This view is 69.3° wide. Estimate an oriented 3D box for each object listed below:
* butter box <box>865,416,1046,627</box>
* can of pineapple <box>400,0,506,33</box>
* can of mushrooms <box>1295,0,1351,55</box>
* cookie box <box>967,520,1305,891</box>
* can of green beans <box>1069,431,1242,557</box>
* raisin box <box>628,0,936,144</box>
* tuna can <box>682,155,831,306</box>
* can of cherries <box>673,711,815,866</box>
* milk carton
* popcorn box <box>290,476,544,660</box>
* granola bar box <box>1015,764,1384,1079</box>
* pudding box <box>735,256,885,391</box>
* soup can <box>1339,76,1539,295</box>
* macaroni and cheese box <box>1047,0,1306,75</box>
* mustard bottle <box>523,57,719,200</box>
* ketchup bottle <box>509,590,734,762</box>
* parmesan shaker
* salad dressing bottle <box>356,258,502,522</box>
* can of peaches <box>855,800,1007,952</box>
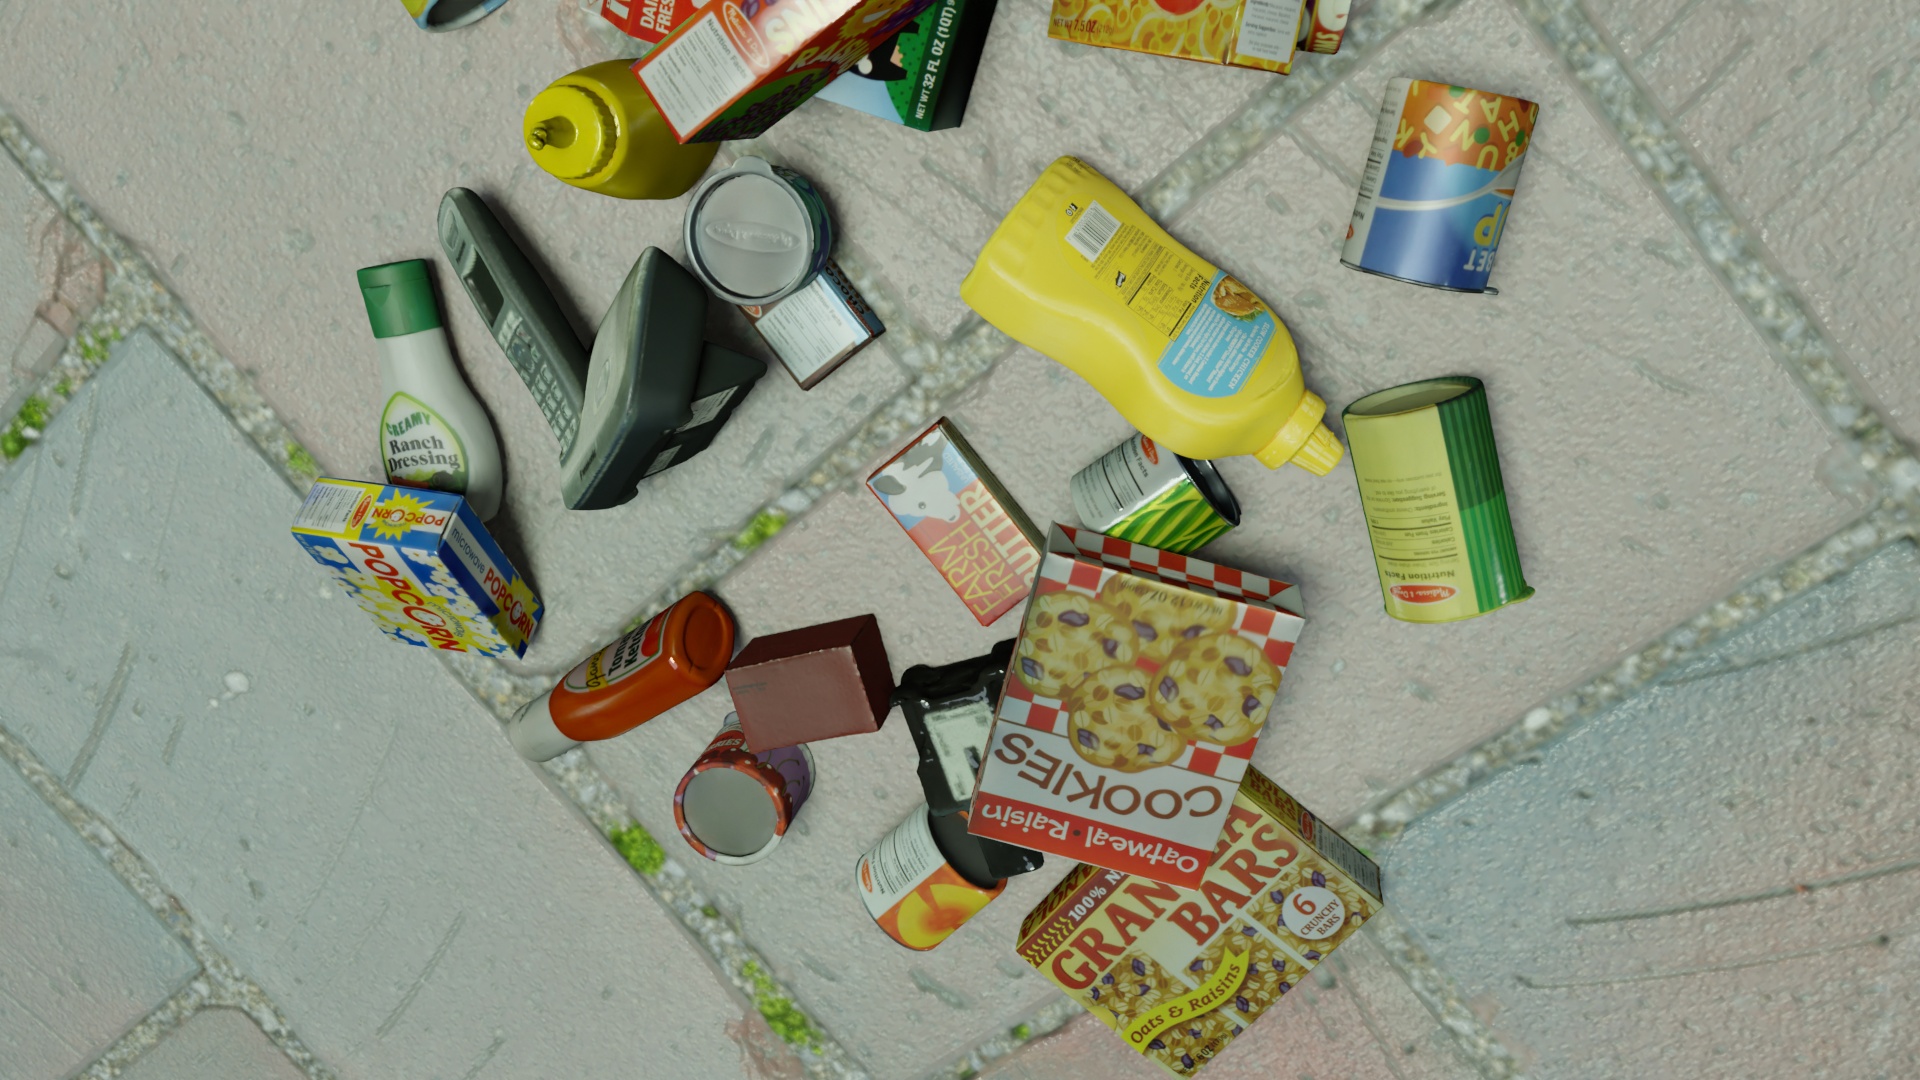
[{"bbox_3d":[0.003,-0.009,0.735,0.053,0.024,0.103,-37,97,19],"label":"butter box"},{"bbox_3d":[-0.252,-0.292,0.678,0.071,0.071,0.058,-31,100,19],"label":"can of pineapple"},{"bbox_3d":[0.154,-0.245,0.606,0.033,0.071,0.070,10,109,8],"label":"can of mushrooms"},{"bbox_3d":[0.082,0.084,0.683,0.123,0.040,0.166,15,116,1],"label":"cookie box"},{"bbox_3d":[0.096,-0.020,0.690,0.057,0.071,0.071,-35,98,21],"label":"can of green beans"},{"bbox_3d":[-0.064,-0.214,0.571,0.123,0.086,0.040,-31,97,20],"label":"raisin box"},{"bbox_3d":[-0.098,-0.151,0.674,0.071,0.033,0.070,4,108,11],"label":"tuna can"},{"bbox_3d":[-0.124,0.140,0.791,0.071,0.058,0.071,4,108,11],"label":"can of cherries"},{"bbox_3d":[-0.086,-0.255,0.651,0.191,0.074,0.072,21,111,6],"label":"milk carton"},{"bbox_3d":[-0.294,0.018,0.762,0.085,0.038,0.126,7,150,10],"label":"popcorn box"},{"bbox_3d":[0.129,0.206,0.768,0.124,0.039,0.165,39,111,-1],"label":"granola bar box"},{"bbox_3d":[-0.084,-0.125,0.714,0.049,0.030,0.083,-36,97,21],"label":"pudding box"},{"bbox_3d":[0.216,-0.158,0.620,0.071,0.071,0.083,14,109,8],"label":"soup can"},{"bbox_3d":[0.101,-0.289,0.581,0.124,0.040,0.165,33,119,49],"label":"macaroni and cheese box"},{"bbox_3d":[-0.160,-0.190,0.641,0.049,0.161,0.065,27,110,4],"label":"mustard bottle"},{"bbox_3d":[-0.195,0.084,0.790,0.148,0.065,0.043,-29,118,27],"label":"ketchup bottle"},{"bbox_3d":[0.228,-0.021,0.660,0.071,0.071,0.103,-12,104,16],"label":"parmesan shaker"},{"bbox_3d":[-0.296,-0.079,0.767,0.064,0.044,0.147,-5,106,16],"label":"salad dressing bottle"},{"bbox_3d":[-0.014,0.187,0.780,0.071,0.071,0.058,44,110,-4],"label":"can of peaches"}]
